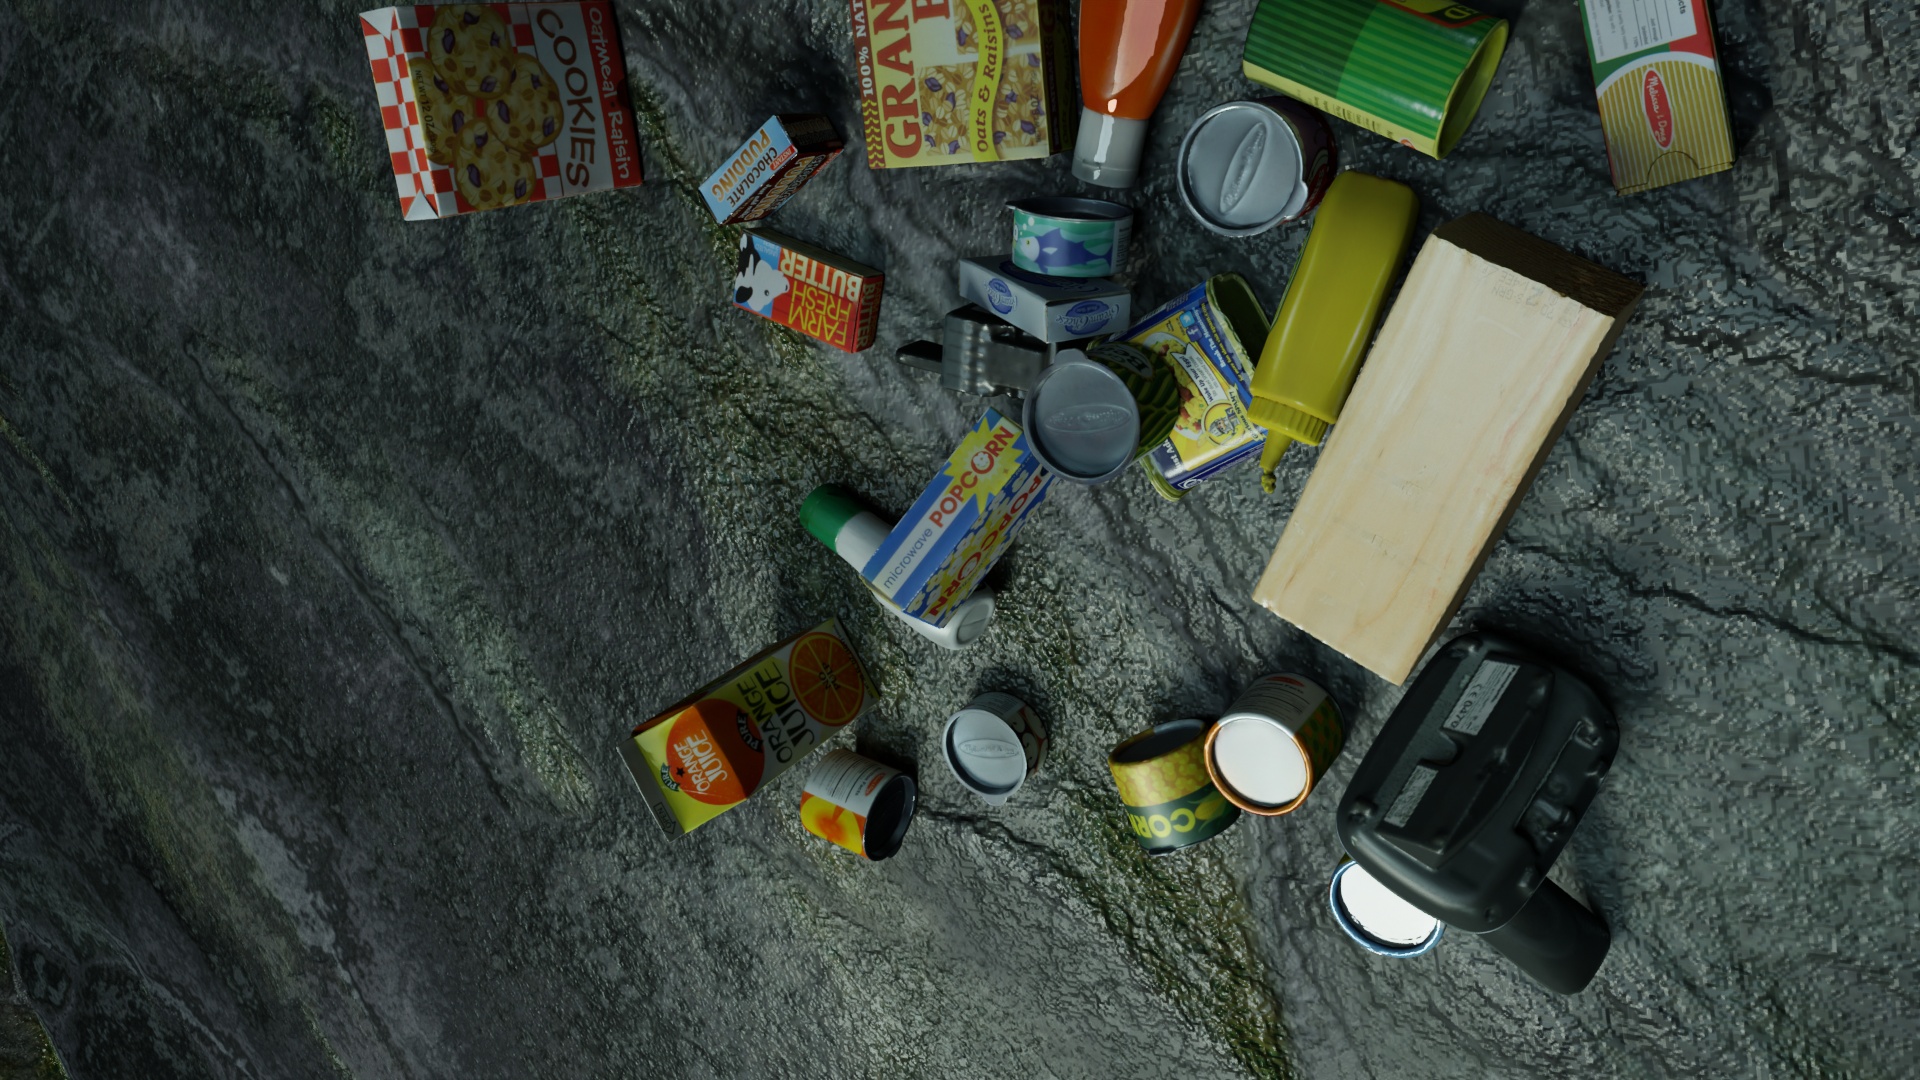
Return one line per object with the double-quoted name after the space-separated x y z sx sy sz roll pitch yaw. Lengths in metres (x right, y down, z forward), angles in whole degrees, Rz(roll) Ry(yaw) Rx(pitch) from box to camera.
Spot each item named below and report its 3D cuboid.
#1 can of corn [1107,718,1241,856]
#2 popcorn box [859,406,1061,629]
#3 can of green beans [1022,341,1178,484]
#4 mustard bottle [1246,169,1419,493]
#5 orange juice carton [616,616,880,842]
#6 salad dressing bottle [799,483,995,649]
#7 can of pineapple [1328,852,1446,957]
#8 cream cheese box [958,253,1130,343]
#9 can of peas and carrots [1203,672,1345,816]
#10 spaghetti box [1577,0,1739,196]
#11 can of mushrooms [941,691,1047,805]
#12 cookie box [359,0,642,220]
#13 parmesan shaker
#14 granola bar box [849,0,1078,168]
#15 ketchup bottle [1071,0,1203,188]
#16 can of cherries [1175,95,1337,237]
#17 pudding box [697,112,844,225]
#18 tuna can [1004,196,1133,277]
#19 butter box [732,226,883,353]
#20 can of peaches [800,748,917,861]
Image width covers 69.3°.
0.128 0.149 0.845 0.071 0.071 0.058 -17 97 37 "can of corn"
0.003 -0.010 0.823 0.038 0.085 0.126 38 90 19 "popcorn box"
0.075 -0.068 0.730 0.071 0.058 0.071 10 111 27 "can of green beans"
0.178 -0.100 0.689 0.049 0.065 0.160 22 93 15 "mustard bottle"
-0.148 0.127 0.942 0.073 0.193 0.071 -26 94 38 "orange juice carton"
-0.045 0.014 0.916 0.148 0.064 0.043 36 118 26 "salad dressing bottle"
0.248 0.195 0.791 0.071 0.058 0.070 13 115 29 "can of pineapple"
0.045 -0.138 0.772 0.104 0.053 0.024 41 137 54 "cream cheese box"
0.182 0.120 0.805 0.071 0.059 0.070 13 115 30 "can of peas and carrots"
0.288 -0.279 0.600 0.050 0.029 0.249 -9 103 36 "spaghetti box"
0.024 0.139 0.934 0.071 0.033 0.070 12 114 29 "can of mushrooms"
-0.287 -0.280 0.894 0.040 0.168 0.122 6 112 35 "cookie box"
0.193 -0.231 0.654 0.103 0.071 0.071 31 122 20 "parmesan shaker"
-0.002 -0.297 0.778 0.124 0.039 0.165 5 111 31 "granola bar box"
0.090 -0.262 0.728 0.065 0.044 0.148 25 120 25 "ketchup bottle"
0.153 -0.189 0.706 0.071 0.058 0.071 12 113 29 "can of cherries"
-0.119 -0.234 0.874 0.083 0.050 0.030 -30 89 37 "pudding box"
0.059 -0.169 0.769 0.071 0.071 0.032 16 117 28 "tuna can"
-0.100 -0.164 0.904 0.103 0.024 0.053 25 119 23 "butter box"
-0.073 0.191 0.997 0.058 0.071 0.071 17 117 28 "can of peaches"
